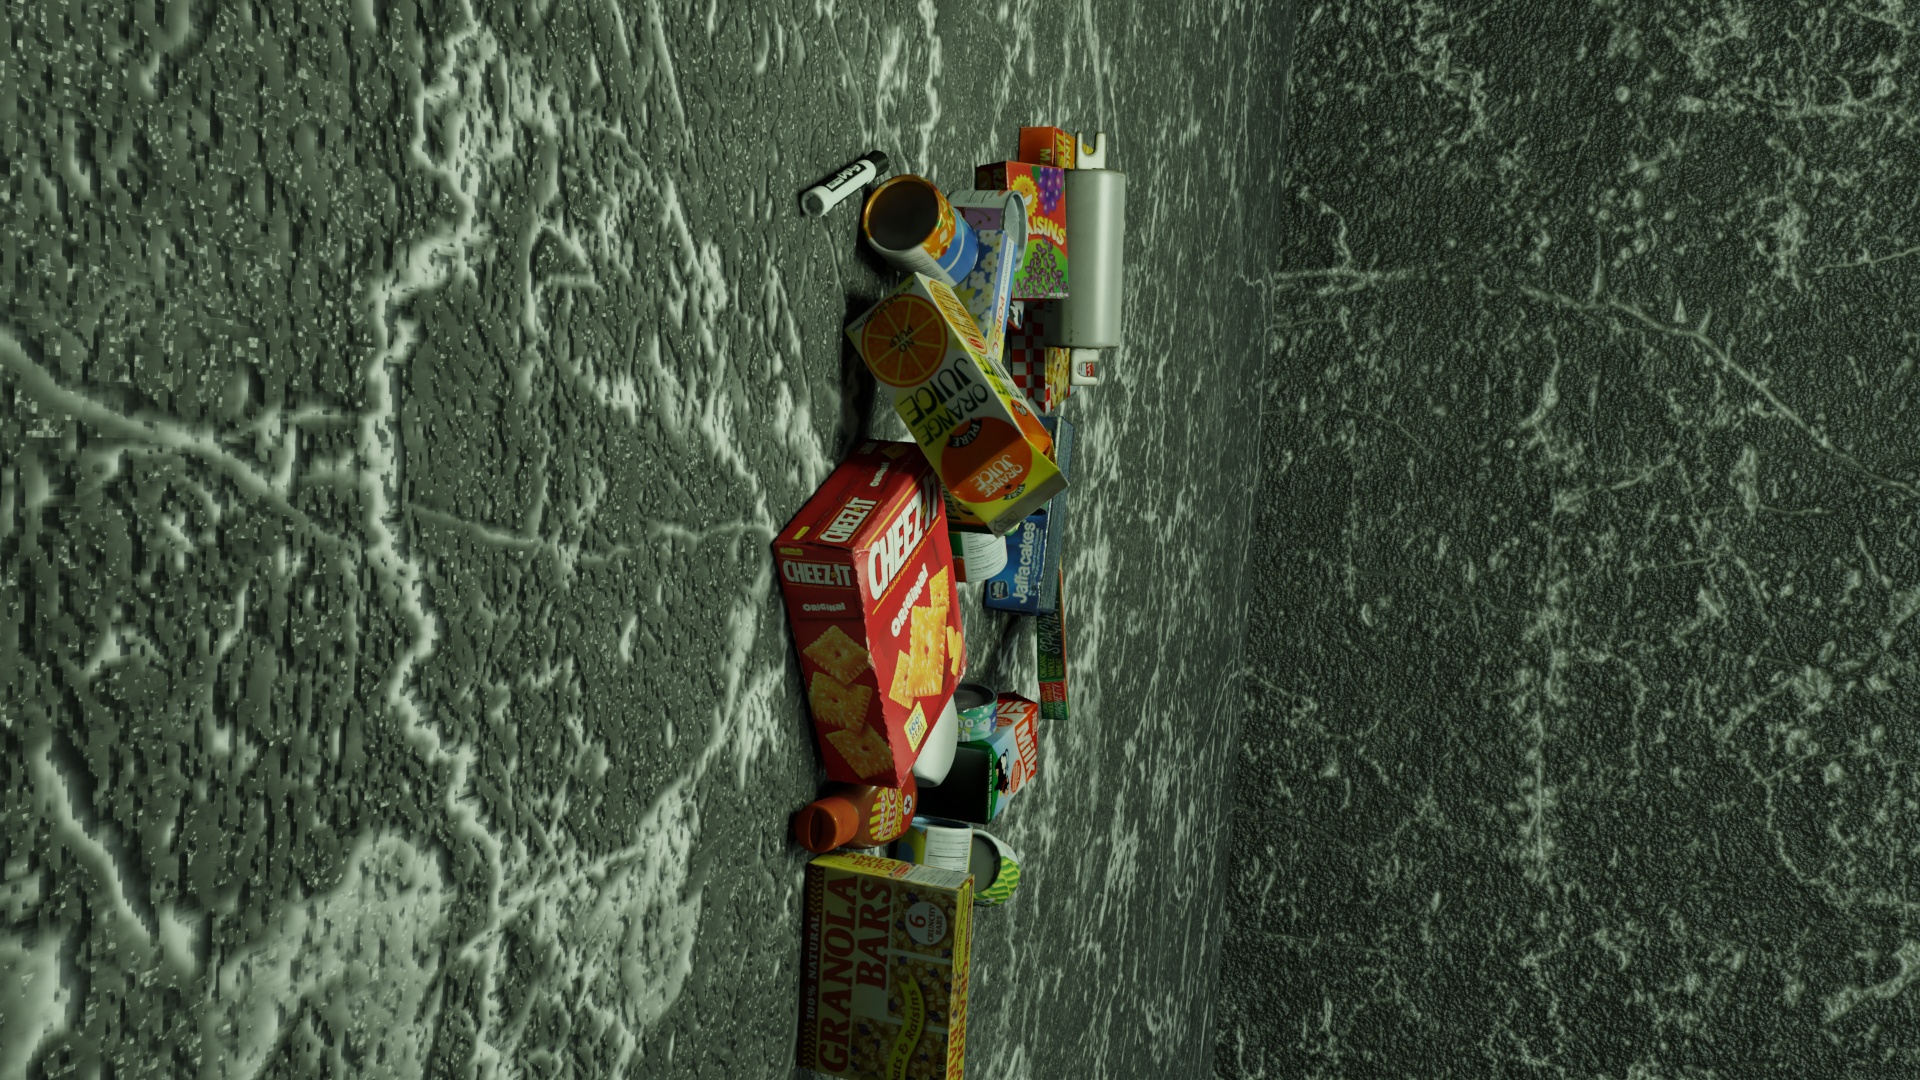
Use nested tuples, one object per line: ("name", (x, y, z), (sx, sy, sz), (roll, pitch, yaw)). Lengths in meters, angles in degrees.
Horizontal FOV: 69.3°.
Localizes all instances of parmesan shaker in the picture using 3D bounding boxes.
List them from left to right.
("parmesan shaker", (-0.005, -0.043, 1.130), (0.071, 0.103, 0.071), (4, 91, -70))

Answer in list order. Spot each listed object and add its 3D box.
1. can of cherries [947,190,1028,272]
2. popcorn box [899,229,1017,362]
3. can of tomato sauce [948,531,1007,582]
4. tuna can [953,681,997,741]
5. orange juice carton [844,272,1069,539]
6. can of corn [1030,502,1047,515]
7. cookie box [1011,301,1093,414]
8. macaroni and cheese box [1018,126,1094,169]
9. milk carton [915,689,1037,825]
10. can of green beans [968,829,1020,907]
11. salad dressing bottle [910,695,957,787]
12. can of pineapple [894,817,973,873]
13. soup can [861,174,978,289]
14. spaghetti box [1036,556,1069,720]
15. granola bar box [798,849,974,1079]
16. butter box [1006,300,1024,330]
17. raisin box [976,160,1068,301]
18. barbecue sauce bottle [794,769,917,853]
("can of cherries", (0.022, -0.270, 1.215), (0.071, 0.058, 0.071), (4, 91, -71))
("popcorn box", (-0.006, -0.186, 1.117), (0.038, 0.085, 0.127), (26, 72, -68))
("can of tomato sauce", (0.004, -0.015, 1.223), (0.071, 0.071, 0.082), (-59, 148, -50))
("tuna can", (0.000, 0.154, 1.247), (0.071, 0.071, 0.032), (-36, 129, -64))
("orange juice carton", (0.002, -0.100, 1.035), (0.193, 0.071, 0.073), (57, 18, 10))
("can of corn", (0.055, -0.059, 1.343), (0.071, 0.071, 0.058), (32, 65, -68))
("cookie box", (0.097, -0.213, 1.464), (0.168, 0.040, 0.122), (-43, 134, -60))
("macaroni and cheese box", (0.103, -0.354, 1.442), (0.167, 0.040, 0.123), (-16, 109, -69))
("milk carton", (0.024, 0.198, 1.315), (0.191, 0.073, 0.072), (-24, 117, -68))
("can of green beans", (0.019, 0.317, 1.343), (0.057, 0.071, 0.071), (51, 48, -62))
("salad dressing bottle", (-0.028, 0.135, 1.192), (0.064, 0.044, 0.148), (25, 63, -33))
("can of pineapple", (-0.025, 0.276, 1.216), (0.071, 0.071, 0.058), (19, 78, -70))
("soup can", (-0.030, -0.238, 1.068), (0.083, 0.071, 0.071), (27, 70, -69))
("spaghetti box", (0.095, 0.091, 1.444), (0.251, 0.029, 0.050), (-86, 169, -59))
("granola bar box", (-0.057, 0.328, 1.051), (0.039, 0.124, 0.165), (-11, 105, -69))
("butter box", (0.046, -0.258, 1.333), (0.053, 0.024, 0.103), (24, 72, -68))
("raisin box", (0.058, -0.284, 1.285), (0.086, 0.040, 0.123), (-10, 100, -46))
("barbecue sauce bottle", (-0.080, 0.211, 1.077), (0.148, 0.043, 0.065), (4, 91, -70))
